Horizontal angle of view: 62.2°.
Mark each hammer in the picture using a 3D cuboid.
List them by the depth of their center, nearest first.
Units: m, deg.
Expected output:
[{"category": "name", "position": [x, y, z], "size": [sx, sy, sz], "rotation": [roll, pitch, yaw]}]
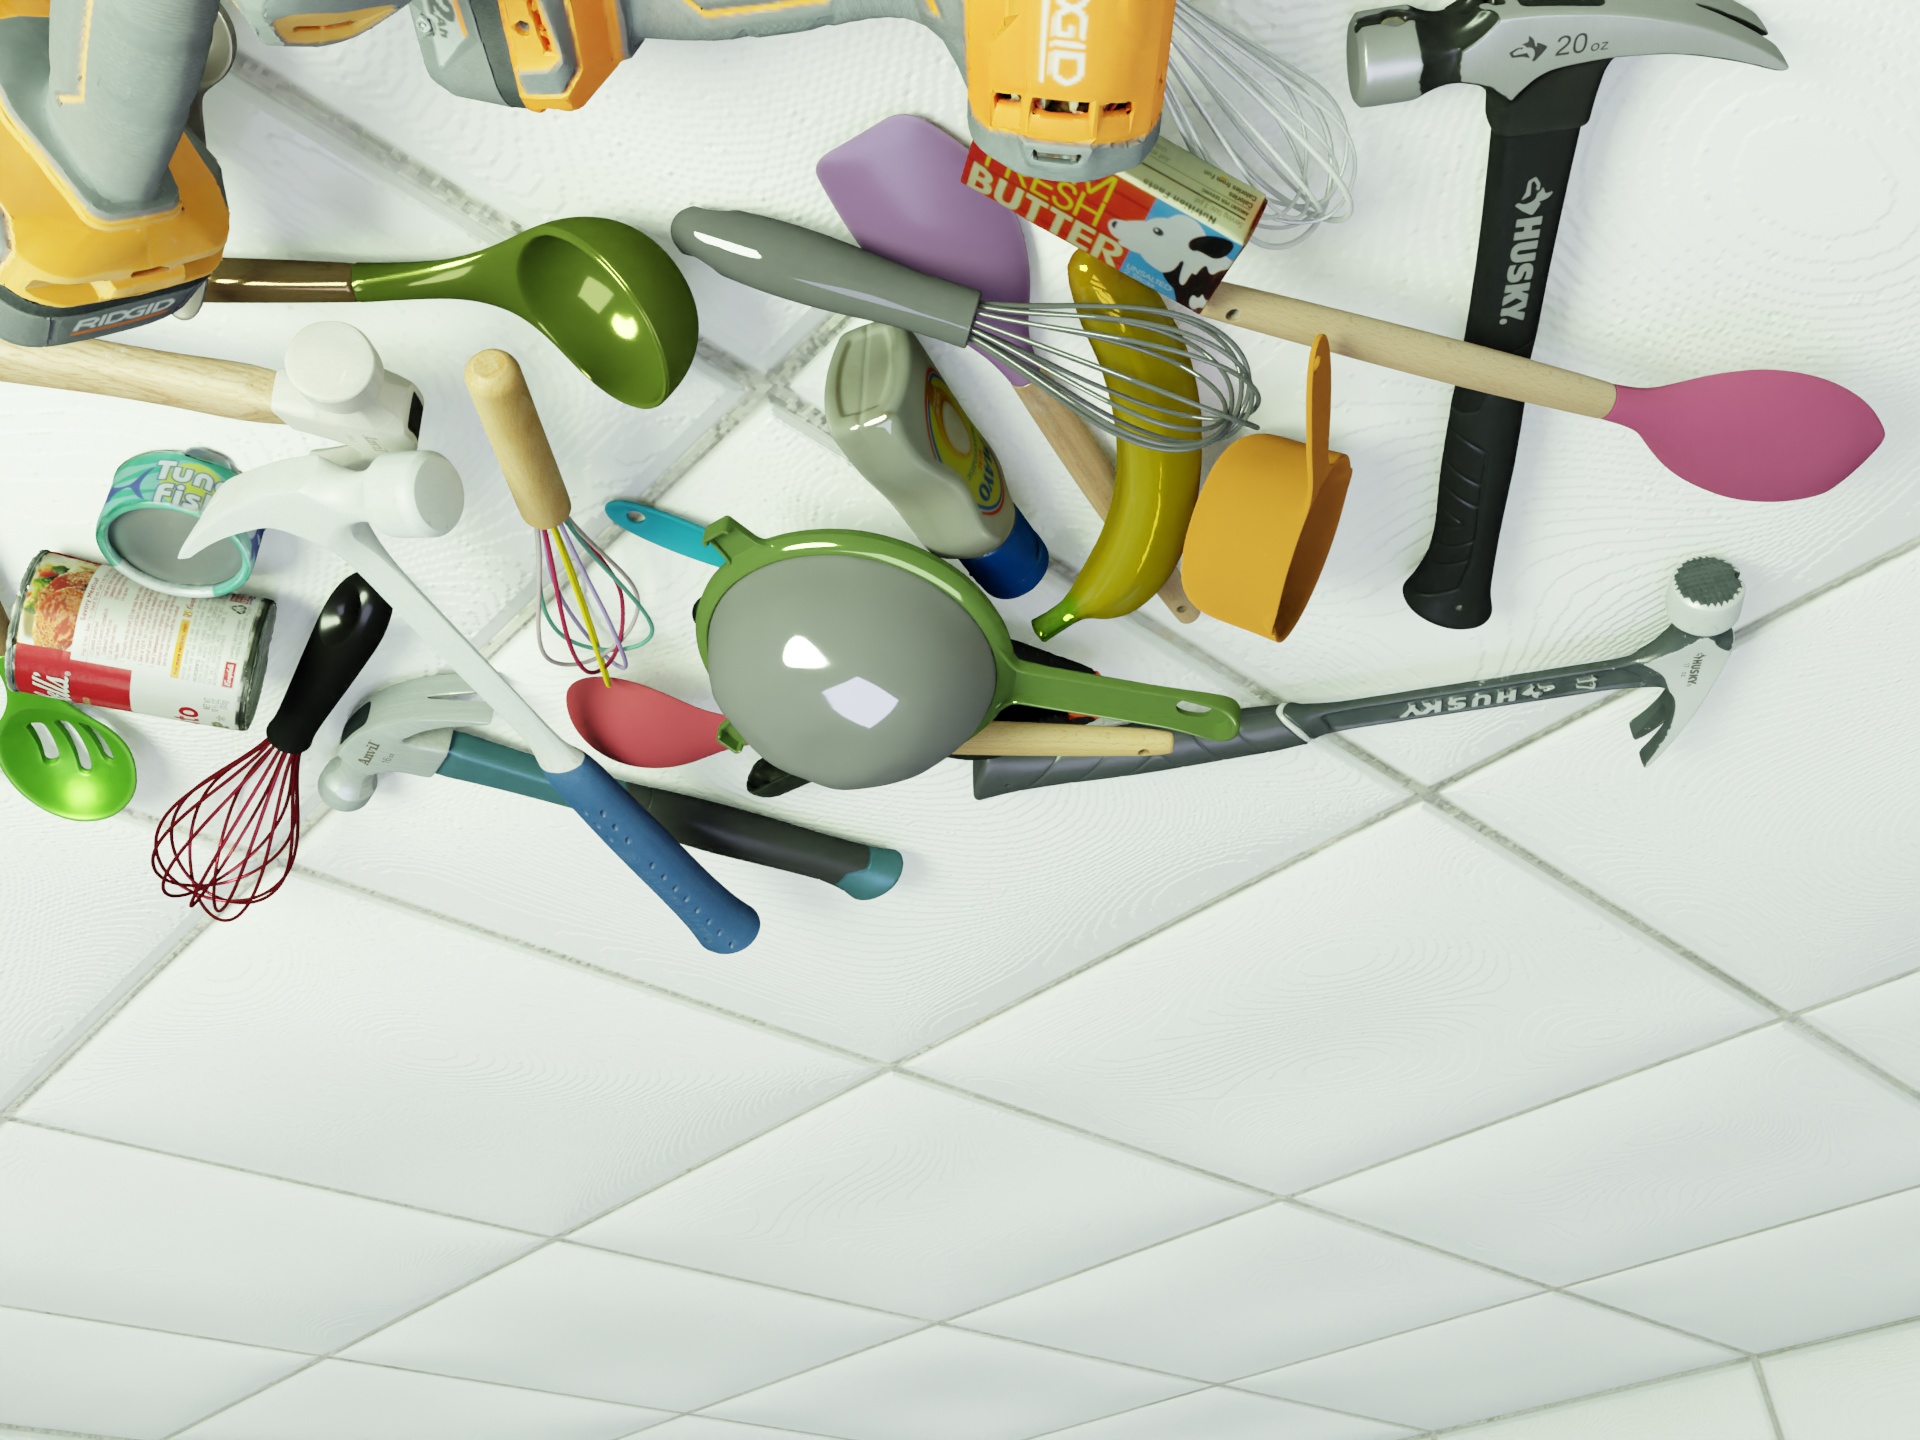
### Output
[{"category": "hammer", "position": [-0.375, -0.143, 0.612], "size": [0.331, 0.031, 0.130], "rotation": [9, 173, -5]}, {"category": "hammer", "position": [0.231, -0.152, 0.670], "size": [0.146, 0.035, 0.334], "rotation": [-6, 144, 6]}, {"category": "hammer", "position": [-0.207, 0.012, 0.786], "size": [0.144, 0.035, 0.405], "rotation": [1, 147, 23]}, {"category": "hammer", "position": [0.205, 0.000, 0.875], "size": [0.409, 0.036, 0.149], "rotation": [-9, 144, 9]}, {"category": "hammer", "position": [-0.185, 0.050, 0.917], "size": [0.330, 0.033, 0.128], "rotation": [19, 140, -27]}]

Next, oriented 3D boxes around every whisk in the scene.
[{"category": "whisk", "position": [0.056, -0.244, 0.529], "size": [0.246, 0.059, 0.058], "rotation": [35, 93, -35]}, {"category": "whisk", "position": [0.003, -0.153, 0.610], "size": [0.239, 0.055, 0.055], "rotation": [18, 142, -1]}, {"category": "whisk", "position": [-0.173, -0.078, 0.692], "size": [0.051, 0.047, 0.244], "rotation": [9, 156, 2]}, {"category": "whisk", "position": [-0.362, 0.019, 0.841], "size": [0.073, 0.073, 0.295], "rotation": [21, 132, -29]}]

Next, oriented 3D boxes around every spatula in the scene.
[{"category": "spatula", "position": [0.042, -0.135, 0.693], "size": [0.060, 0.018, 0.315], "rotation": [-22, 139, 19]}]

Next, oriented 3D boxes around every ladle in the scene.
[{"category": "ladle", "position": [-0.260, -0.160, 0.609], "size": [0.320, 0.062, 0.078], "rotation": [1, 146, -1]}, {"category": "ladle", "position": [-0.050, 0.007, 0.814], "size": [0.315, 0.031, 0.069], "rotation": [2, 144, 4]}]

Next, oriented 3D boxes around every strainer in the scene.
[{"category": "strainer", "position": [-0.001, -0.002, 0.722], "size": [0.256, 0.069, 0.151], "rotation": [9, 139, 2]}]

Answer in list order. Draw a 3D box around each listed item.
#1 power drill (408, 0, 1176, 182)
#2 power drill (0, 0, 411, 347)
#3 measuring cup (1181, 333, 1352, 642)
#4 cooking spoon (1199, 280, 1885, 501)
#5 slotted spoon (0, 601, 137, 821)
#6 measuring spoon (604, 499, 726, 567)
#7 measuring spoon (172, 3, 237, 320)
[{"category": "power drill", "position": [-0.047, -0.247, 0.454], "size": [0.226, 0.084, 0.164], "rotation": [7, 143, 4]}, {"category": "power drill", "position": [-0.255, -0.235, 0.450], "size": [0.226, 0.084, 0.185], "rotation": [-29, 96, 41]}, {"category": "measuring cup", "position": [0.128, -0.105, 0.674], "size": [0.052, 0.095, 0.173], "rotation": [21, 155, 21]}, {"category": "cooking spoon", "position": [0.241, -0.135, 0.648], "size": [0.318, 0.017, 0.068], "rotation": [10, 142, -16]}, {"category": "slotted spoon", "position": [-0.467, -0.053, 0.763], "size": [0.070, 0.031, 0.313], "rotation": [1, 142, -6]}, {"category": "measuring spoon", "position": [-0.106, -0.084, 0.759], "size": [0.128, 0.021, 0.042], "rotation": [20, 138, -14]}, {"category": "measuring spoon", "position": [-0.273, -0.200, 0.564], "size": [0.034, 0.018, 0.124], "rotation": [17, 127, -7]}]
